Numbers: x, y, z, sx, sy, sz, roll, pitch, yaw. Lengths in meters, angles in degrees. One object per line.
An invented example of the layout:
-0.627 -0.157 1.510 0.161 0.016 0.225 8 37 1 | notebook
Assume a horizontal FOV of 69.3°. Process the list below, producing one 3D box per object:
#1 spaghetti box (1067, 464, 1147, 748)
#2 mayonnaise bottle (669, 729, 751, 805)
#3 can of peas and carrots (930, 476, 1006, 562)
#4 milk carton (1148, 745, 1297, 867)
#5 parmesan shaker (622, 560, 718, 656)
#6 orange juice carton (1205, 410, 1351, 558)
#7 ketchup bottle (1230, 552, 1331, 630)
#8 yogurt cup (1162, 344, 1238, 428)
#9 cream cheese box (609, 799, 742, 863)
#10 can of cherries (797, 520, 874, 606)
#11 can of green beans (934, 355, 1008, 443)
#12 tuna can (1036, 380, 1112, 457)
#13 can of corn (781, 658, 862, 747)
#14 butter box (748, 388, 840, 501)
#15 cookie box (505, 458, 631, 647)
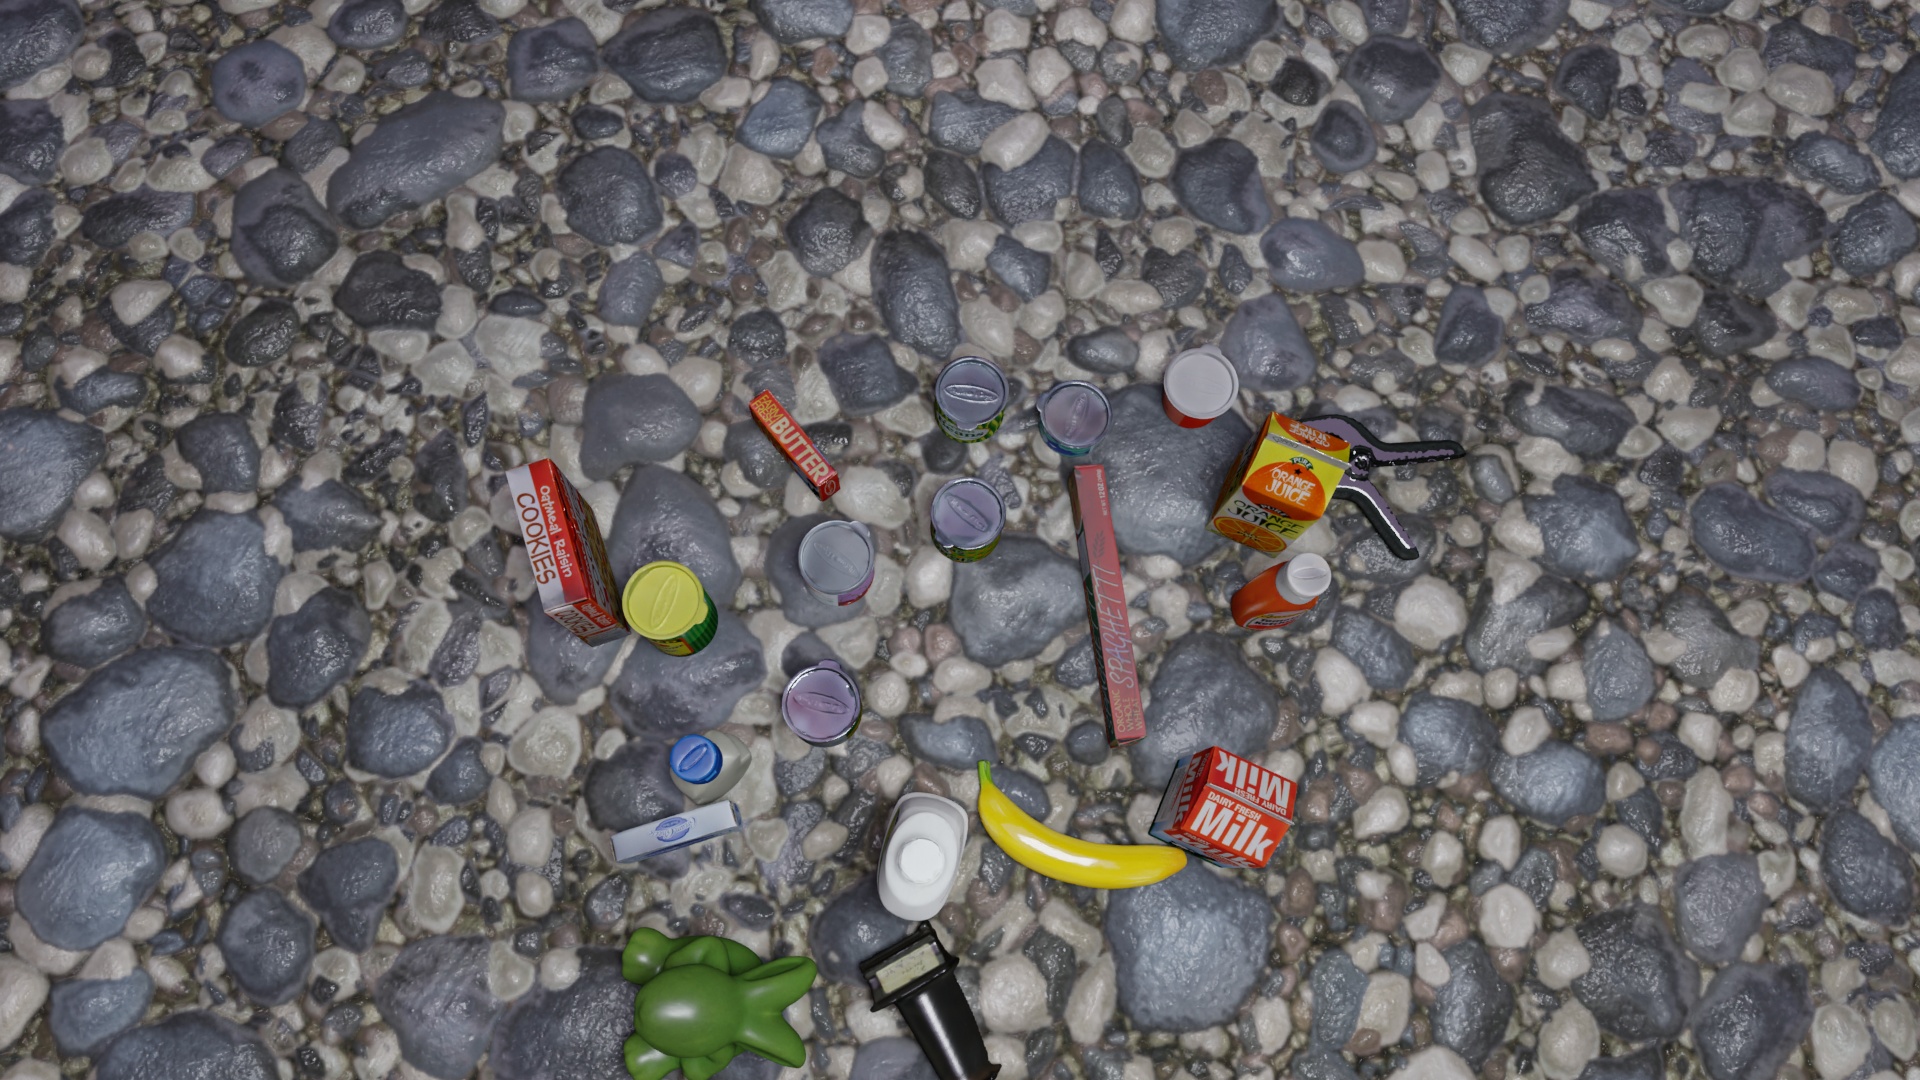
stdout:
0.129 0.058 1.231 0.029 0.050 0.250 -7 76 -4 | spaghetti box
-0.207 0.183 1.134 0.041 0.147 0.065 44 79 8 | mayonnaise bottle
0.004 -0.016 1.240 0.071 0.058 0.071 1 76 -2 | can of peas and carrots
0.213 0.217 1.121 0.072 0.190 0.073 24 77 4 | milk carton
-0.243 0.062 1.187 0.071 0.103 0.071 1 76 -2 | parmesan shaker
0.274 -0.050 1.191 0.072 0.192 0.073 24 76 4 | orange juice carton
0.278 0.043 1.190 0.065 0.148 0.043 -6 77 -4 | ketchup bottle
0.218 -0.137 1.283 0.072 0.054 0.072 1 76 -2 | yogurt cup
-0.237 0.245 1.166 0.104 0.053 0.024 -16 77 -6 | cream cheese box
-0.106 0.020 1.227 0.071 0.058 0.071 1 76 -2 | can of cherries
0.009 -0.128 1.270 0.071 0.057 0.071 1 76 -2 | can of green beans
0.103 -0.113 1.283 0.071 0.032 0.071 1 76 -2 | tuna can
-0.117 0.141 1.195 0.071 0.058 0.071 1 76 -2 | can of corn
-0.150 -0.085 1.255 0.024 0.053 0.103 -38 80 -10 | butter box
-0.325 0.014 1.163 0.040 0.167 0.123 -19 77 -7 | cookie box
